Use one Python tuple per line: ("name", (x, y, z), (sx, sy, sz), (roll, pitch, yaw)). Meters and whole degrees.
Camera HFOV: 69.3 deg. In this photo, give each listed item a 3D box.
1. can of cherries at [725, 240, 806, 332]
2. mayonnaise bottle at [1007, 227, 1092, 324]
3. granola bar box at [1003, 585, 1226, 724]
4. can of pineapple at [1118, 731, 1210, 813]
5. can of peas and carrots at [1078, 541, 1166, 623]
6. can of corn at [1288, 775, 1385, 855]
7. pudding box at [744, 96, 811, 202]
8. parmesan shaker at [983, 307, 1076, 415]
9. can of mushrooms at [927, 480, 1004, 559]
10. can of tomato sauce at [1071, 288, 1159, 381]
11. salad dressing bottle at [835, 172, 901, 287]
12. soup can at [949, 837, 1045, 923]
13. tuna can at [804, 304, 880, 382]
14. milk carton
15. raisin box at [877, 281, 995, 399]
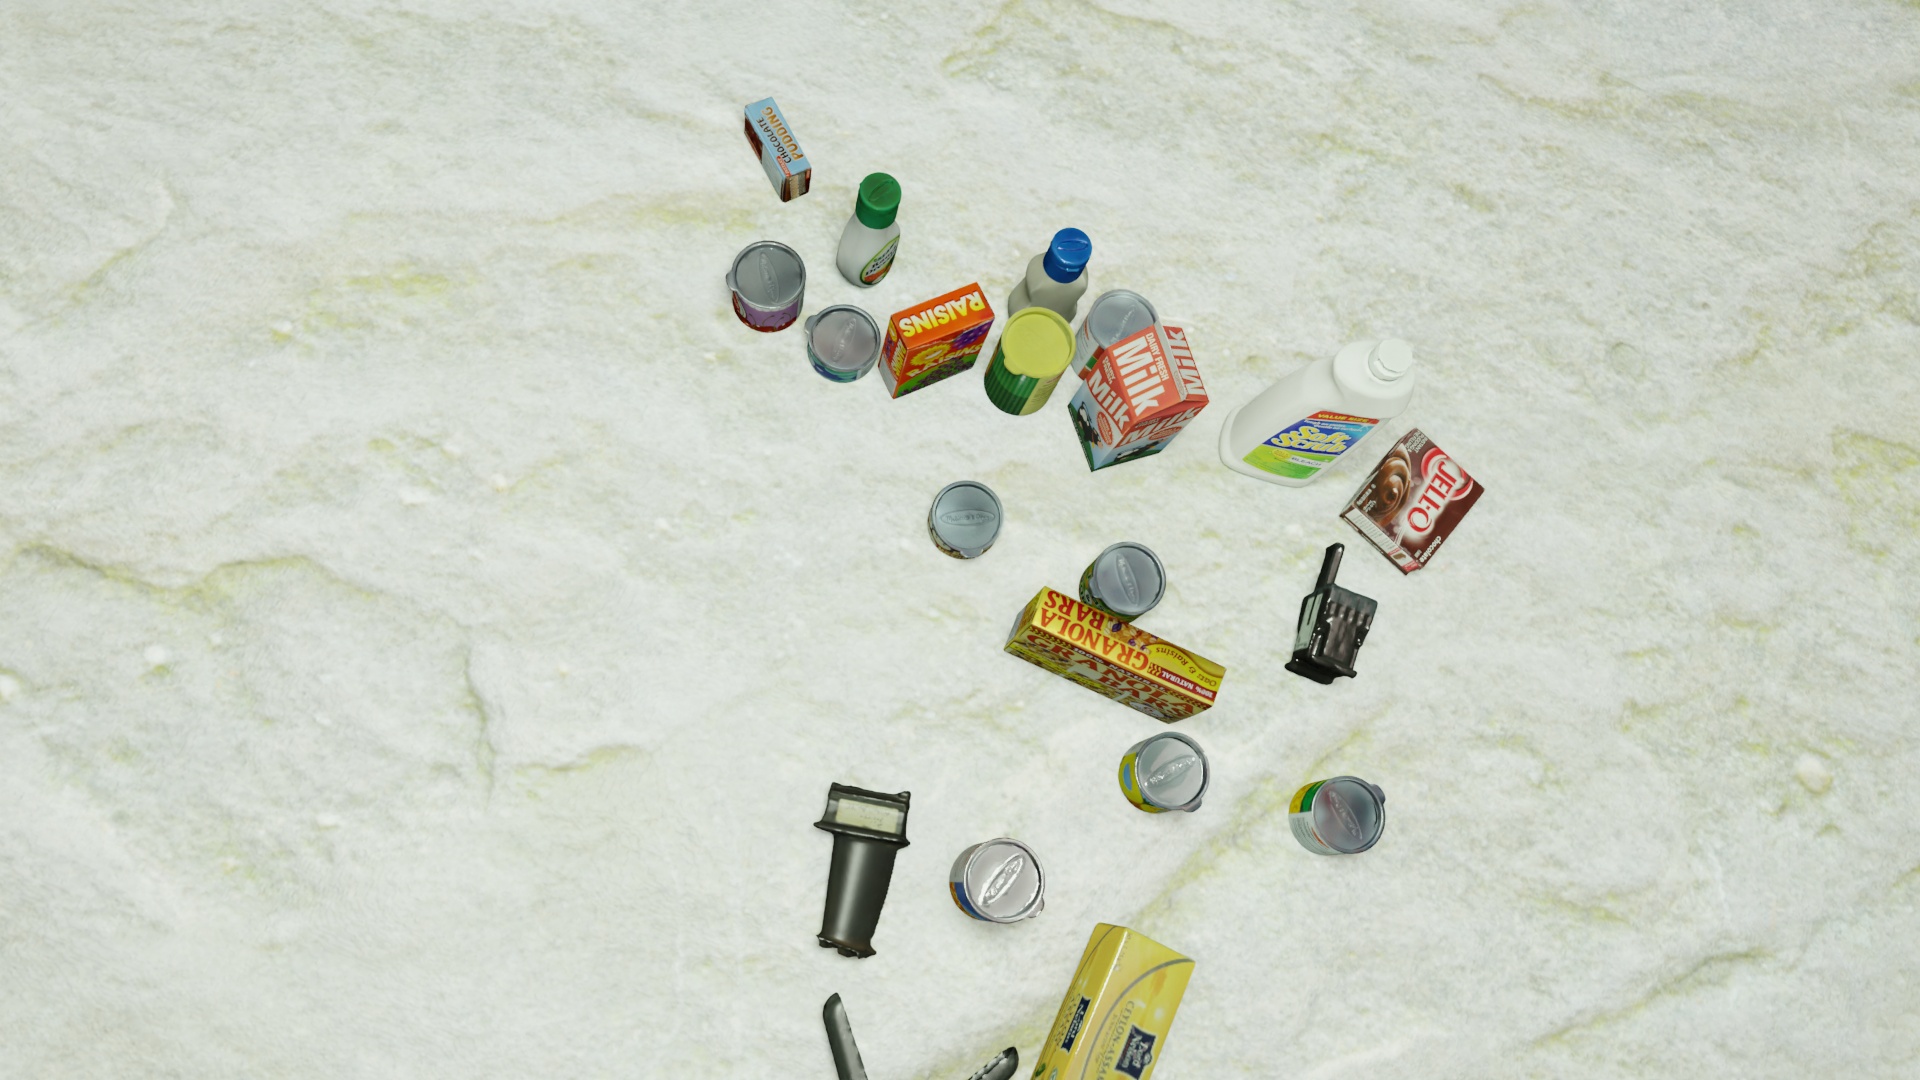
("can of cherries", (-0.177, -0.229, 1.258), (0.071, 0.058, 0.071), (2, 75, -8))
("mayonnaise bottle", (0.085, -0.234, 1.254), (0.065, 0.147, 0.041), (-4, 76, -10))
("granola bar box", (0.127, 0.101, 1.183), (0.165, 0.124, 0.039), (24, 73, -2))
("can of pineapple", (0.175, 0.203, 1.197), (0.071, 0.057, 0.071), (2, 75, -8))
("can of peas and carrots", (0.141, 0.040, 1.235), (0.071, 0.058, 0.071), (2, 75, -8))
("can of corn", (0.329, 0.239, 1.212), (0.071, 0.058, 0.071), (2, 75, -8))
("pudding box", (-0.172, -0.366, 1.300), (0.030, 0.049, 0.084), (-27, 81, -15))
("parmesan shaker", (0.058, -0.158, 1.253), (0.071, 0.102, 0.071), (2, 75, -8))
("can of mushrooms", (0.004, -0.016, 1.242), (0.071, 0.033, 0.071), (2, 75, -8))
("can of tomato sauce", (0.143, -0.184, 1.284), (0.071, 0.083, 0.071), (2, 75, -8))
("salad dressing bottle", (-0.079, -0.277, 1.240), (0.044, 0.147, 0.064), (45, 74, 4))
("soup can", (0.030, 0.281, 1.139), (0.071, 0.083, 0.071), (2, 75, -8))
("tuna can", (-0.109, -0.180, 1.269), (0.071, 0.032, 0.071), (2, 75, -8))
("milk carton", (0.158, -0.127, 1.215), (0.073, 0.190, 0.072), (-16, 79, -13))
("raisin box", (-0.024, -0.175, 1.234), (0.086, 0.123, 0.040), (-23, 80, -14))
